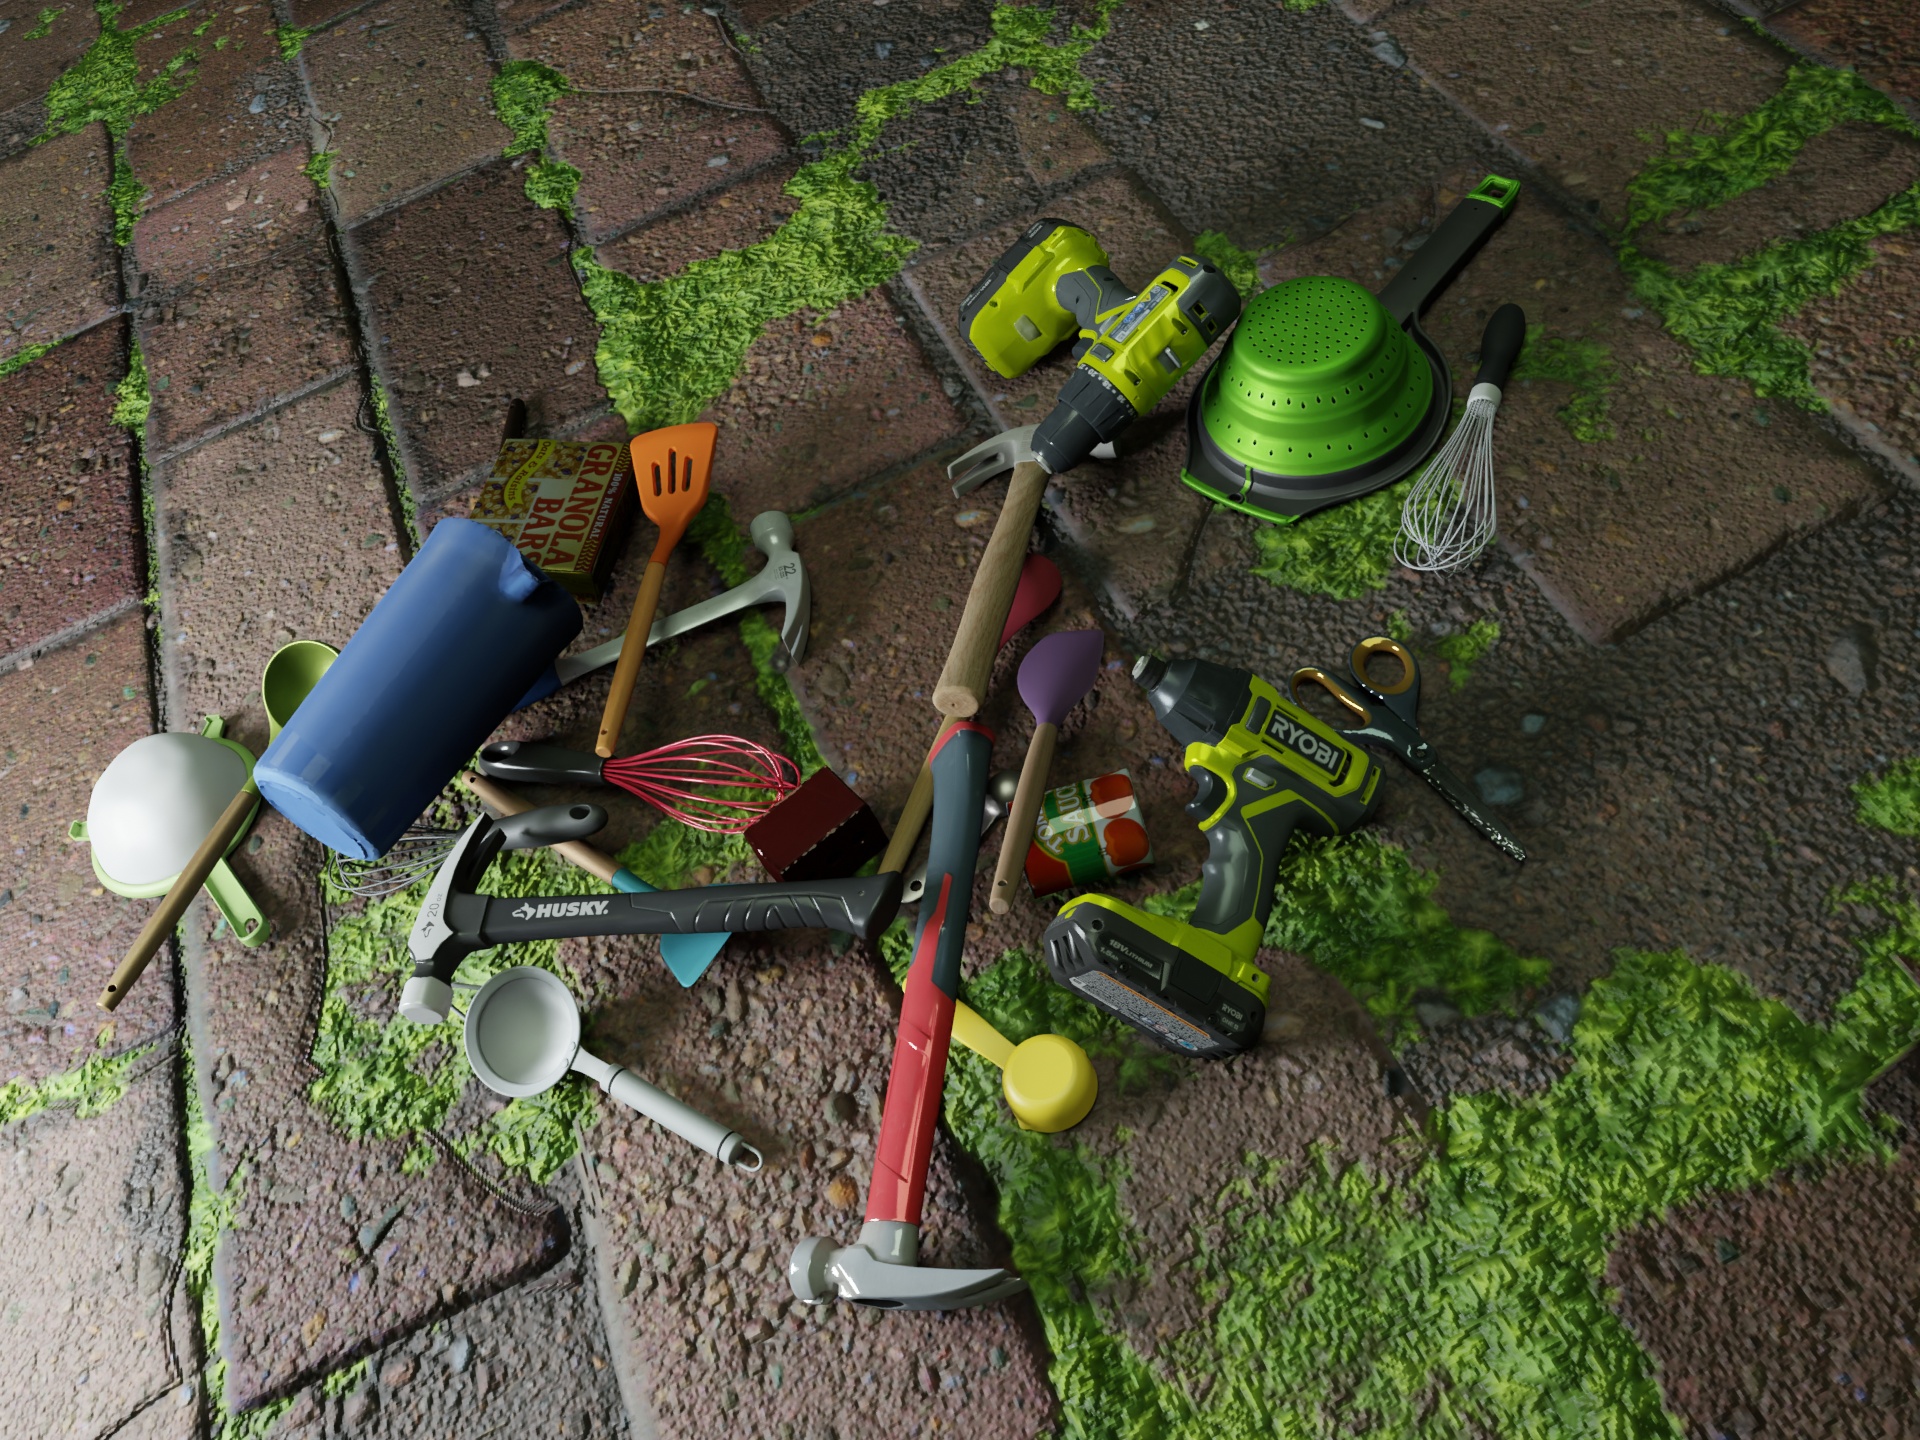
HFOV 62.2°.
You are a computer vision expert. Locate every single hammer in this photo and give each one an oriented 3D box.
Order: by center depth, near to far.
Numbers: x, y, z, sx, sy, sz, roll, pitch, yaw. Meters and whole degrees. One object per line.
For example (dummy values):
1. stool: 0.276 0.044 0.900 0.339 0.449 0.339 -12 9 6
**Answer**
1. hammer: -0.005 0.166 0.993 0.143 0.038 0.387 -10 52 28
2. hammer: -0.201 0.122 1.048 0.335 0.035 0.146 -5 54 13
3. hammer: 0.031 -0.122 1.176 0.130 0.031 0.332 -2 41 19
4. hammer: -0.308 -0.038 1.264 0.405 0.035 0.144 -22 52 1

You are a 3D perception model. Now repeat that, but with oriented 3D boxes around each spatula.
1. spatula: 0.051 0.021 1.052 0.060 0.018 0.316 -4 33 15
2. spatula: -0.267 0.096 1.149 0.318 0.044 0.082 26 73 32
3. spatula: -0.247 -0.108 1.242 0.081 0.041 0.323 -7 50 16

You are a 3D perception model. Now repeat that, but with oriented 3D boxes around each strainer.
1. strainer: -0.232 0.233 1.042 0.258 0.050 0.087 23 87 24
2. strainer: -0.614 0.088 1.249 0.151 0.069 0.257 -42 52 -14

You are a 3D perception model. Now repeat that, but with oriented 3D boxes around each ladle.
1. ladle: -0.002 -0.004 1.148 0.069 0.031 0.316 9 60 27
2. ladle: -0.558 0.073 1.205 0.078 0.062 0.320 18 58 7

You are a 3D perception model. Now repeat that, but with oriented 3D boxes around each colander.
1. colander: 0.318 -0.326 1.232 0.205 0.094 0.397 30 69 33

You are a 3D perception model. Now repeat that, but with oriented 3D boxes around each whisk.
1. whisk: 0.377 -0.212 1.160 0.070 0.070 0.285 10 55 24
2. whisk: -0.362 0.090 1.164 0.239 0.055 0.055 -11 53 19
3. whisk: -0.245 0.039 1.177 0.296 0.073 0.073 5 57 28

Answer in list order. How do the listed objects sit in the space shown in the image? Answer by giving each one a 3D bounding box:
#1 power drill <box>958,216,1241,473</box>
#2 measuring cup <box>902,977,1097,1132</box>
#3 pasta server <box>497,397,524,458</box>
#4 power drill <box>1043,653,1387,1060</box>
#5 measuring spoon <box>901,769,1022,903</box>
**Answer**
1. power drill: 0.092 -0.300 1.256 0.190 0.080 0.229 -46 39 3
2. measuring cup: 0.017 0.197 0.992 0.157 0.029 0.062 30 69 33
3. pasta server: -0.406 -0.176 1.403 0.060 0.040 0.317 -13 49 9
4. power drill: 0.148 0.076 0.972 0.171 0.080 0.223 31 66 -6
5. measuring spoon: 0.001 0.078 1.091 0.034 0.018 0.124 34 72 34
